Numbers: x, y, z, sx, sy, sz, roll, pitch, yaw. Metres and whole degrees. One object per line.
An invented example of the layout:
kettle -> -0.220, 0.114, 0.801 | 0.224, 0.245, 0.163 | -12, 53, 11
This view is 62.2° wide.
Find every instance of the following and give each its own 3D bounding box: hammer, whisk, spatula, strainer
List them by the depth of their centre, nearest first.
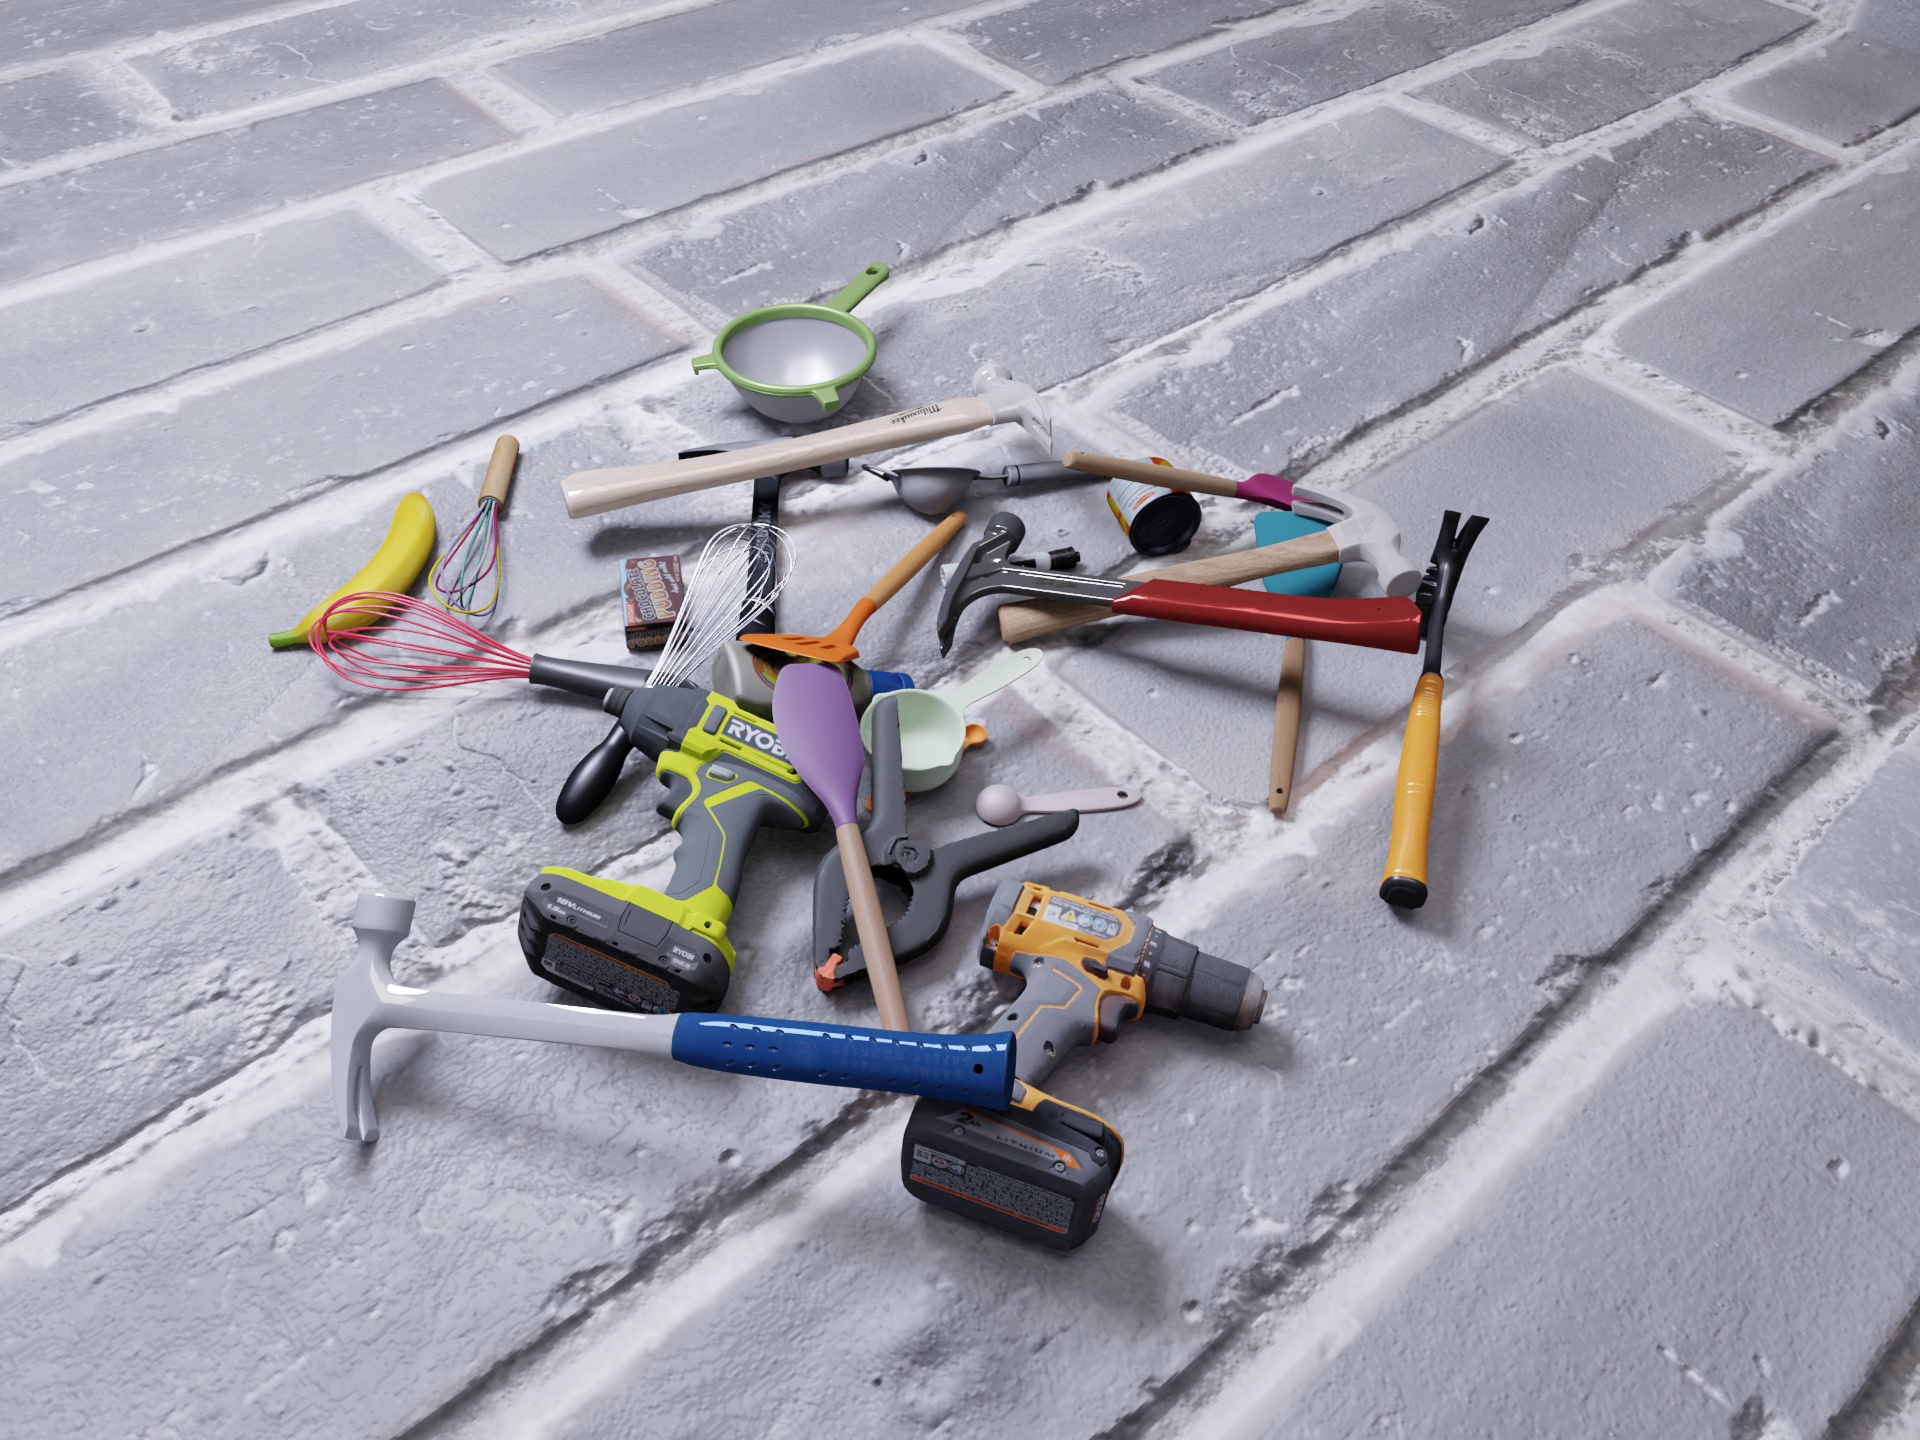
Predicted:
hammer -> -0.171, 0.184, 0.902 | 0.405, 0.035, 0.144 | 4, 75, 12
spatula -> -0.070, 0.092, 1.030 | 0.059, 0.018, 0.316 | -3, 58, -23
whisk -> -0.209, -0.039, 1.166 | 0.070, 0.070, 0.285 | 23, 64, 17
hammer -> 0.347, -0.007, 1.180 | 0.034, 0.127, 0.337 | 14, 51, 8
whisk -> -0.339, -0.043, 1.193 | 0.296, 0.073, 0.073 | 11, 45, -3
hammer -> 0.165, -0.084, 1.211 | 0.359, 0.036, 0.149 | 9, 49, 19
spatula -> -0.062, -0.108, 1.251 | 0.081, 0.041, 0.323 | 14, 34, 18
spatula -> 0.261, -0.051, 1.257 | 0.082, 0.044, 0.318 | 5, 45, 12
hammer -> -0.167, -0.102, 1.279 | 0.149, 0.036, 0.409 | 0, 45, -3
hammer -> 0.191, -0.117, 1.287 | 0.331, 0.031, 0.130 | -13, 47, -4
whisk -> -0.398, -0.169, 1.323 | 0.047, 0.051, 0.245 | -4, 42, -1
hammer -> -0.126, -0.223, 1.336 | 0.410, 0.038, 0.146 | -15, 34, -13
strainer -> 0.038, -0.214, 1.405 | 0.258, 0.050, 0.087 | -9, 3, -21
strainer -> -0.131, -0.354, 1.512 | 0.151, 0.069, 0.256 | 18, 45, 16

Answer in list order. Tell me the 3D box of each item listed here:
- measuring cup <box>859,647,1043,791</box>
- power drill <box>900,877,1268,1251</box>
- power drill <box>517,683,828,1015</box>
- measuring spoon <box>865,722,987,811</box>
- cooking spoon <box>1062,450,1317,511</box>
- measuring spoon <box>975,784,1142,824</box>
measuring cup -> -0.002, -0.004, 1.174 | 0.167, 0.038, 0.083 | -32, 59, -29
power drill -> 0.078, 0.202, 0.963 | 0.185, 0.084, 0.226 | 16, 41, 11
power drill -> -0.189, 0.077, 1.042 | 0.171, 0.080, 0.223 | 24, 48, -2
measuring spoon -> -0.025, 0.036, 1.170 | 0.117, 0.011, 0.021 | -35, 60, -29
cooking spoon -> 0.210, -0.198, 1.341 | 0.318, 0.017, 0.069 | 3, 37, -37
measuring spoon -> 0.072, 0.055, 1.151 | 0.124, 0.018, 0.034 | -4, 45, -10
